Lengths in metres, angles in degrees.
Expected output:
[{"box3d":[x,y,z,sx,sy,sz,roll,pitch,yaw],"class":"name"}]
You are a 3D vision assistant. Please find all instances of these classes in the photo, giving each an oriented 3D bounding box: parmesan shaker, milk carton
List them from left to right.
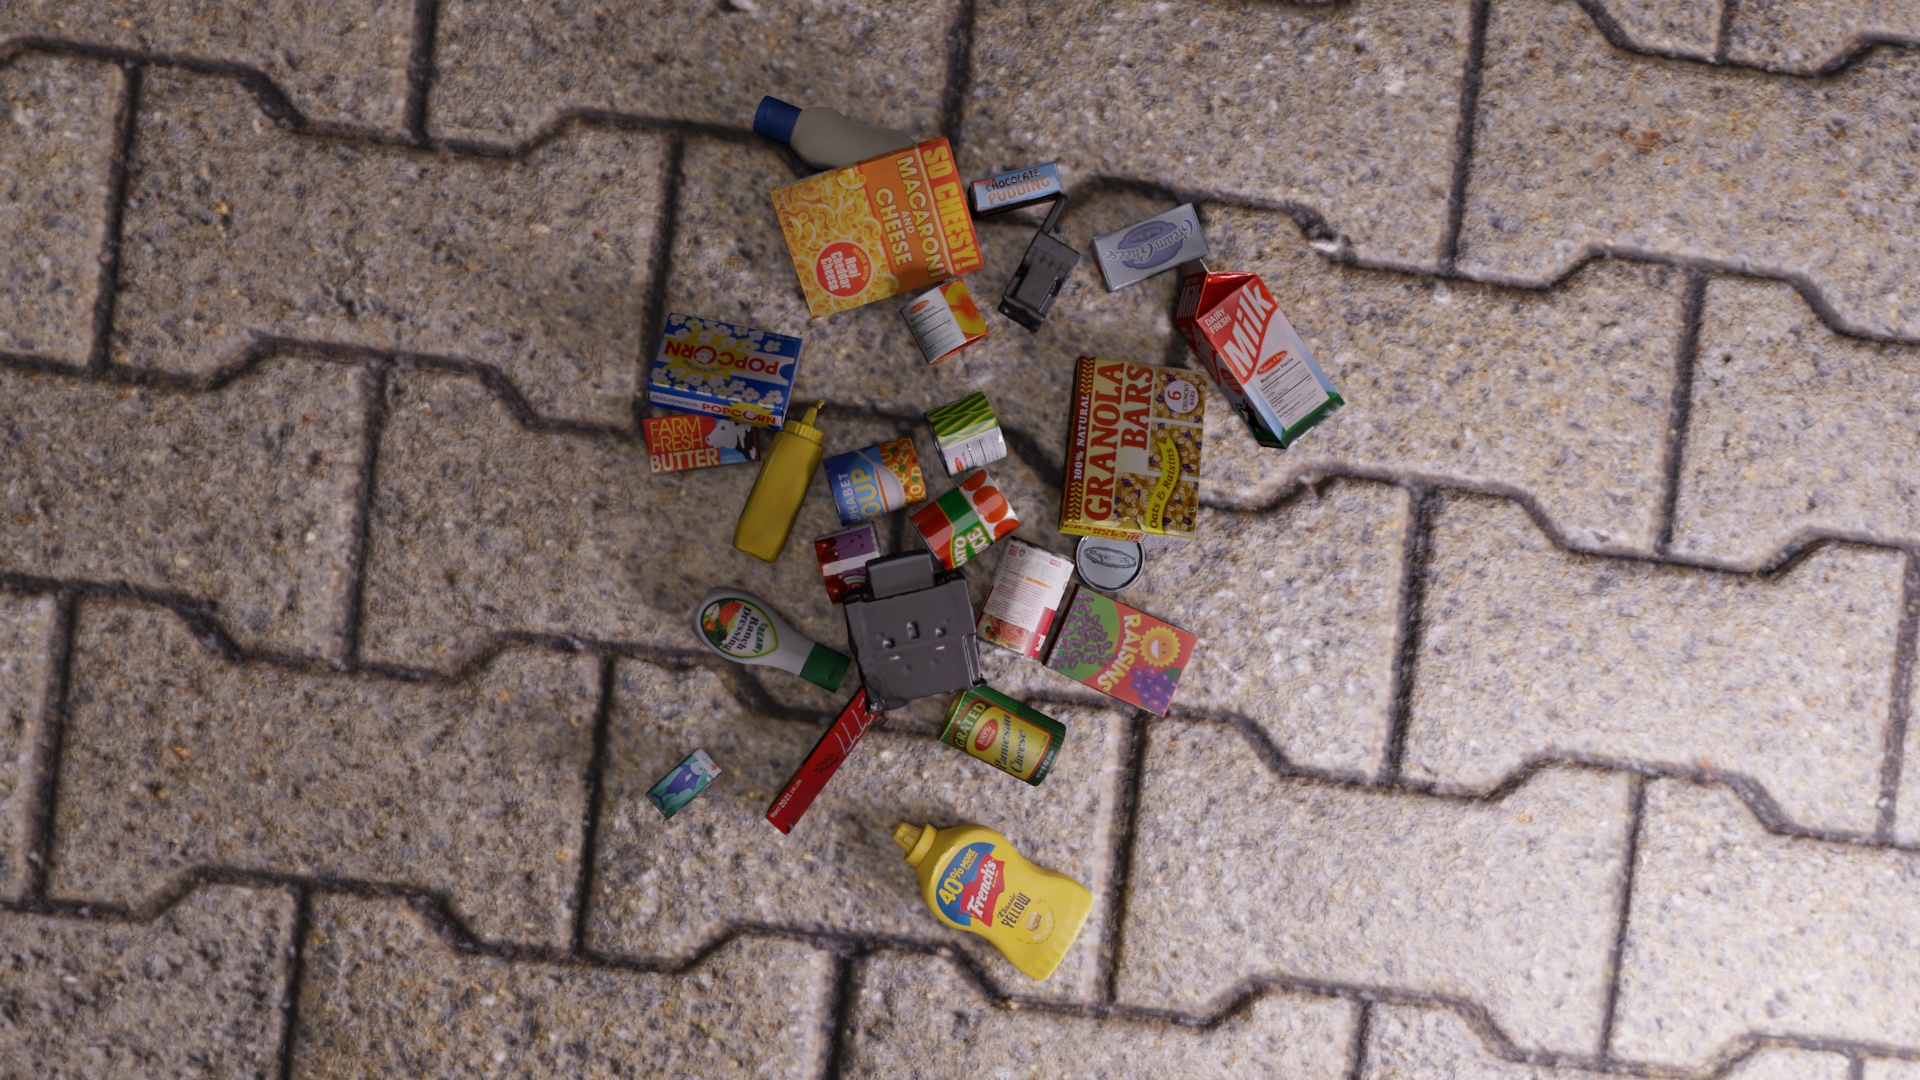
[{"box3d":[0.040,0.176,1.292,0.103,0.071,0.071,26,89,-3],"class":"parmesan shaker"},{"box3d":[0.266,-0.182,1.293,0.073,0.072,0.190,-37,100,-2],"class":"milk carton"}]

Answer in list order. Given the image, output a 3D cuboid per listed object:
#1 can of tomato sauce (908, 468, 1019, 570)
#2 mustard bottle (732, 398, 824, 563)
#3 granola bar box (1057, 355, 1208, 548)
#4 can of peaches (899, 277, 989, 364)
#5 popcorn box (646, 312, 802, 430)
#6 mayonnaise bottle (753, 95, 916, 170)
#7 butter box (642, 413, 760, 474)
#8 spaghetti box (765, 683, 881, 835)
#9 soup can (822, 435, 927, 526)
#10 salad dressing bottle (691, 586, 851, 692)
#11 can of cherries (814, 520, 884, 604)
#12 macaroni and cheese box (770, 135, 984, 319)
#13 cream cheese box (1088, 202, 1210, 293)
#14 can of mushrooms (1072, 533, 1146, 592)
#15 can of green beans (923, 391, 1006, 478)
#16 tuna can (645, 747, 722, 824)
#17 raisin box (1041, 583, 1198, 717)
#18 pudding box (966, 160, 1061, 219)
[{"box3d":[0.005,-0.016,1.291,0.083,0.071,0.071,-34,92,-3],"class":"can of tomato sauce"},{"box3d":[-0.162,-0.059,1.288,0.049,0.065,0.160,22,81,-4],"class":"mustard bottle"},{"box3d":[0.161,-0.083,1.295,0.124,0.039,0.166,7,75,-3],"class":"granola bar box"},{"box3d":[-0.013,-0.204,1.294,0.071,0.071,0.058,-28,91,-2],"class":"can of peaches"},{"box3d":[-0.216,-0.155,1.277,0.127,0.038,0.085,11,58,-3],"class":"popcorn box"},{"box3d":[-0.119,-0.372,1.300,0.148,0.041,0.064,22,94,-2],"class":"mayonnaise bottle"},{"box3d":[-0.242,-0.094,1.300,0.103,0.024,0.053,-7,91,-3],"class":"butter box"},{"box3d":[-0.095,0.163,1.294,0.028,0.050,0.250,37,88,-4],"class":"spaghetti box"},{"box3d":[-0.078,-0.054,1.286,0.084,0.071,0.071,-17,91,-3],"class":"soup can"},{"box3d":[-0.175,0.094,1.293,0.148,0.044,0.064,26,90,-3],"class":"salad dressing bottle"},{"box3d":[-0.099,0.023,1.285,0.058,0.071,0.071,-16,91,-3],"class":"can of cherries"},{"box3d":[-0.075,-0.288,1.277,0.166,0.040,0.123,-16,111,2],"class":"macaroni and cheese box"},{"box3d":[0.180,-0.278,1.323,0.104,0.024,0.053,-21,92,-3],"class":"cream cheese box"},{"box3d":[0.141,0.014,1.315,0.071,0.033,0.071,0,90,-2],"class":"can of mushrooms"},{"box3d":[0.005,-0.099,1.292,0.058,0.071,0.071,-22,91,-3],"class":"can of green beans"},{"box3d":[-0.257,0.225,1.277,0.071,0.071,0.033,-41,91,-2],"class":"tuna can"},{"box3d":[0.150,0.104,1.313,0.123,0.040,0.086,23,88,-1],"class":"raisin box"},{"box3d":[0.051,-0.329,1.304,0.084,0.049,0.030,-14,92,-3],"class":"pudding box"}]
